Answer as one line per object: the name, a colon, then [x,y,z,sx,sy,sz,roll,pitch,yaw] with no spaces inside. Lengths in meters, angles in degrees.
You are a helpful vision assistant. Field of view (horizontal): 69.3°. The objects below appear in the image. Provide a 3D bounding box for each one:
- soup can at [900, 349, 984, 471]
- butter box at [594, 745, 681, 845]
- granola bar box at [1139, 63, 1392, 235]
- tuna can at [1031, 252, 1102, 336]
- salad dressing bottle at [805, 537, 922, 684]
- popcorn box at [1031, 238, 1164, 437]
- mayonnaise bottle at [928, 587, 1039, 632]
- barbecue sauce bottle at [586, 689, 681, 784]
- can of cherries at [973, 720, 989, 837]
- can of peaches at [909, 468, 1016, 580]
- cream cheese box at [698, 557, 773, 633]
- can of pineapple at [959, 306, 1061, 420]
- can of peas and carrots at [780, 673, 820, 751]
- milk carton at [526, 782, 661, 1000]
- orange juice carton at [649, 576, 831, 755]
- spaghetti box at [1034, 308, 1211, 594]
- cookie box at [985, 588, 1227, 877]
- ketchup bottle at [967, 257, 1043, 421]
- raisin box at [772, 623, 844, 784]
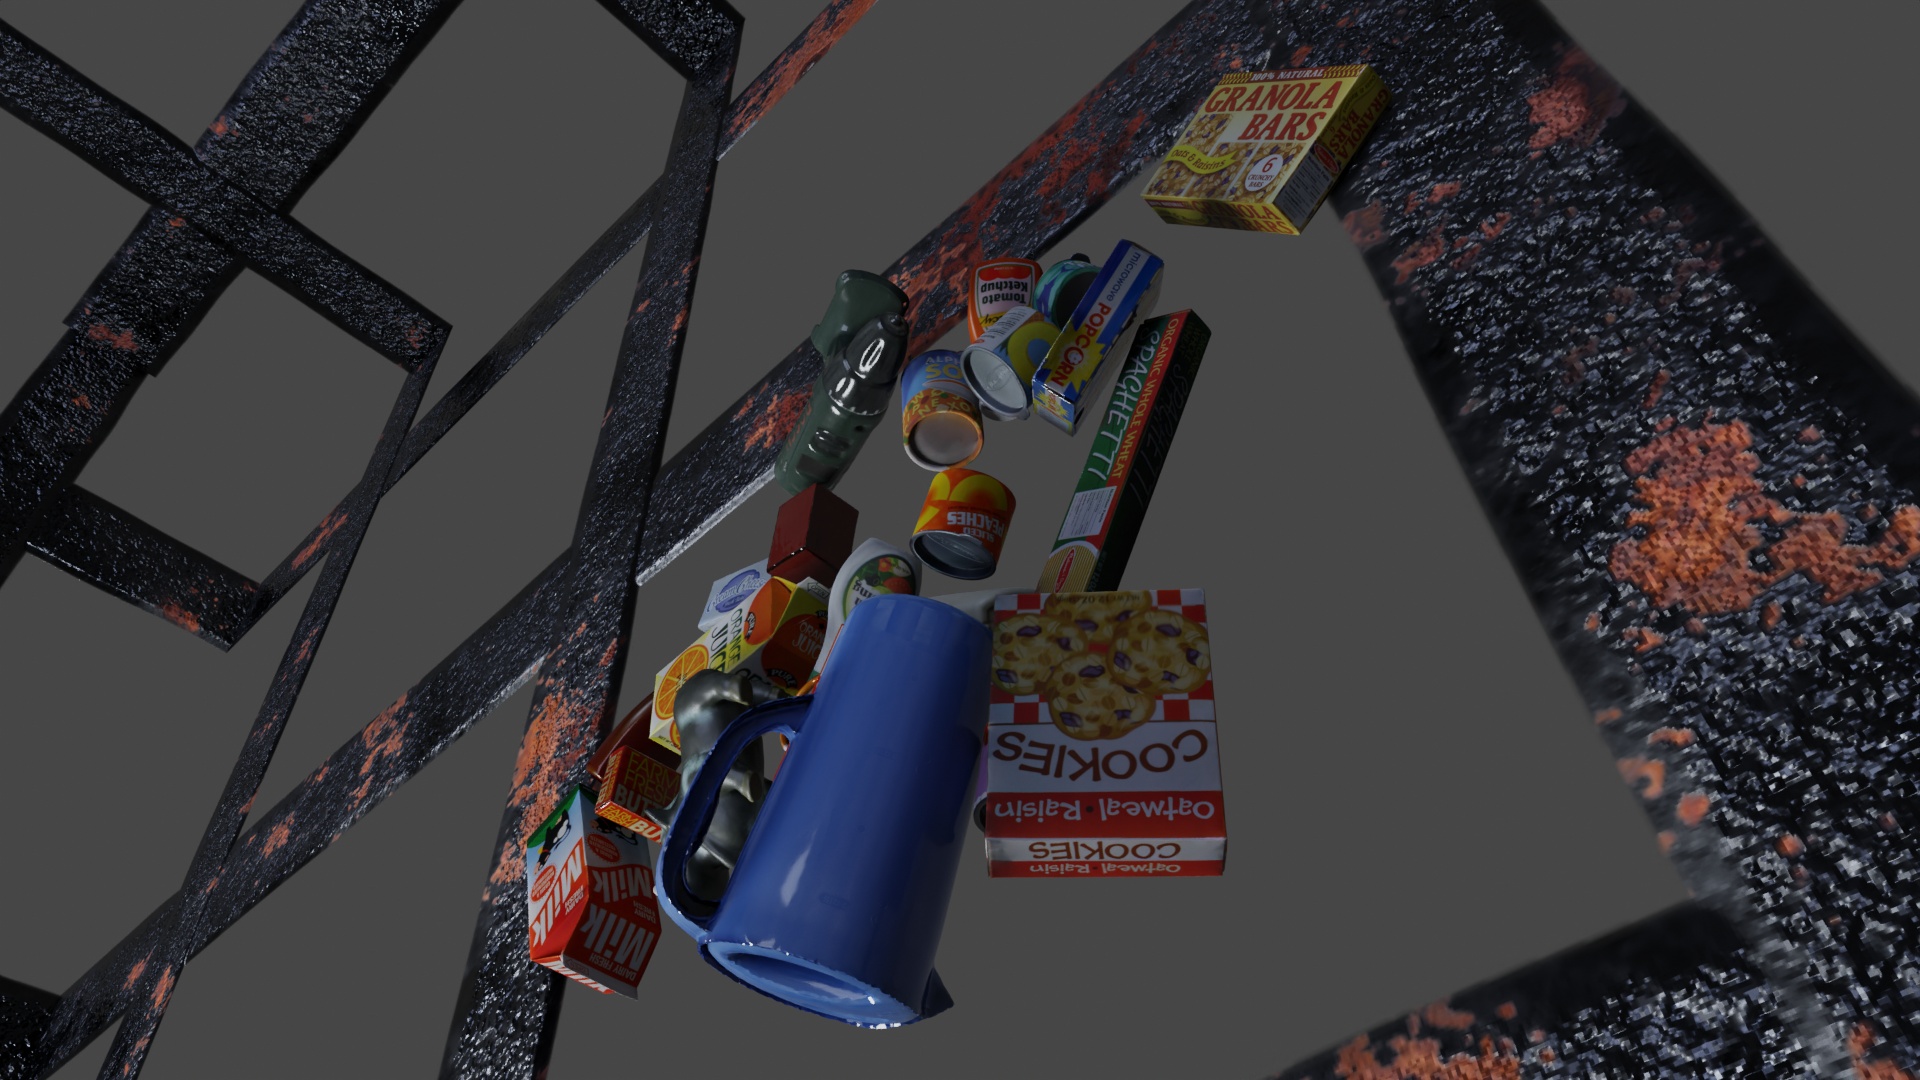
soup can: [-0.014,-0.109,1.143,0.071,0.071,0.084,-37,34,25]
butter box: [-0.230,0.204,1.074,0.024,0.103,0.053,-31,37,34]
granola bar box: [0.225,-0.292,1.039,0.124,0.039,0.166,-55,30,-3]
tuna can: [0.093,-0.186,1.078,0.071,0.071,0.033,-53,32,0]
salad dressing bottle: [-0.080,0.072,1.056,0.147,0.064,0.044,-65,18,-5]
popcorn box: [0.100,-0.147,1.014,0.127,0.038,0.085,-58,-9,-8]
mayonnaise bottle: [-0.008,0.059,0.972,0.148,0.065,0.041,-10,89,53]
barbecue sauce bottle: [-0.253,0.156,1.200,0.043,0.064,0.149,8,56,54]
can of cherries: [0.041,0.139,0.812,0.071,0.071,0.059,-28,38,35]
can of peaches: [0.004,-0.013,1.020,0.071,0.071,0.058,-16,46,46]
cream cheese box: [-0.194,0.051,1.263,0.103,0.024,0.053,-22,42,41]
can of pineapple: [0.044,-0.136,1.067,0.058,0.071,0.071,-45,25,-25]
can of peas and carrots: [-0.087,0.134,0.998,0.070,0.058,0.071,-34,35,28]
milk carton: [-0.293,0.286,1.105,0.073,0.072,0.191,-47,31,8]
orange juice carton: [-0.161,0.099,1.122,0.192,0.071,0.073,-39,34,23]
spaghetti box: [0.111,-0.051,0.951,0.050,0.028,0.251,-8,52,50]
cookie box: [0.078,0.103,0.765,0.123,0.040,0.168,-2,46,6]
ketchup bottle: [0.037,-0.167,1.149,0.065,0.043,0.149,-1,56,7]
raisin box: [-0.064,0.129,0.944,0.040,0.086,0.124,-8,52,47]
